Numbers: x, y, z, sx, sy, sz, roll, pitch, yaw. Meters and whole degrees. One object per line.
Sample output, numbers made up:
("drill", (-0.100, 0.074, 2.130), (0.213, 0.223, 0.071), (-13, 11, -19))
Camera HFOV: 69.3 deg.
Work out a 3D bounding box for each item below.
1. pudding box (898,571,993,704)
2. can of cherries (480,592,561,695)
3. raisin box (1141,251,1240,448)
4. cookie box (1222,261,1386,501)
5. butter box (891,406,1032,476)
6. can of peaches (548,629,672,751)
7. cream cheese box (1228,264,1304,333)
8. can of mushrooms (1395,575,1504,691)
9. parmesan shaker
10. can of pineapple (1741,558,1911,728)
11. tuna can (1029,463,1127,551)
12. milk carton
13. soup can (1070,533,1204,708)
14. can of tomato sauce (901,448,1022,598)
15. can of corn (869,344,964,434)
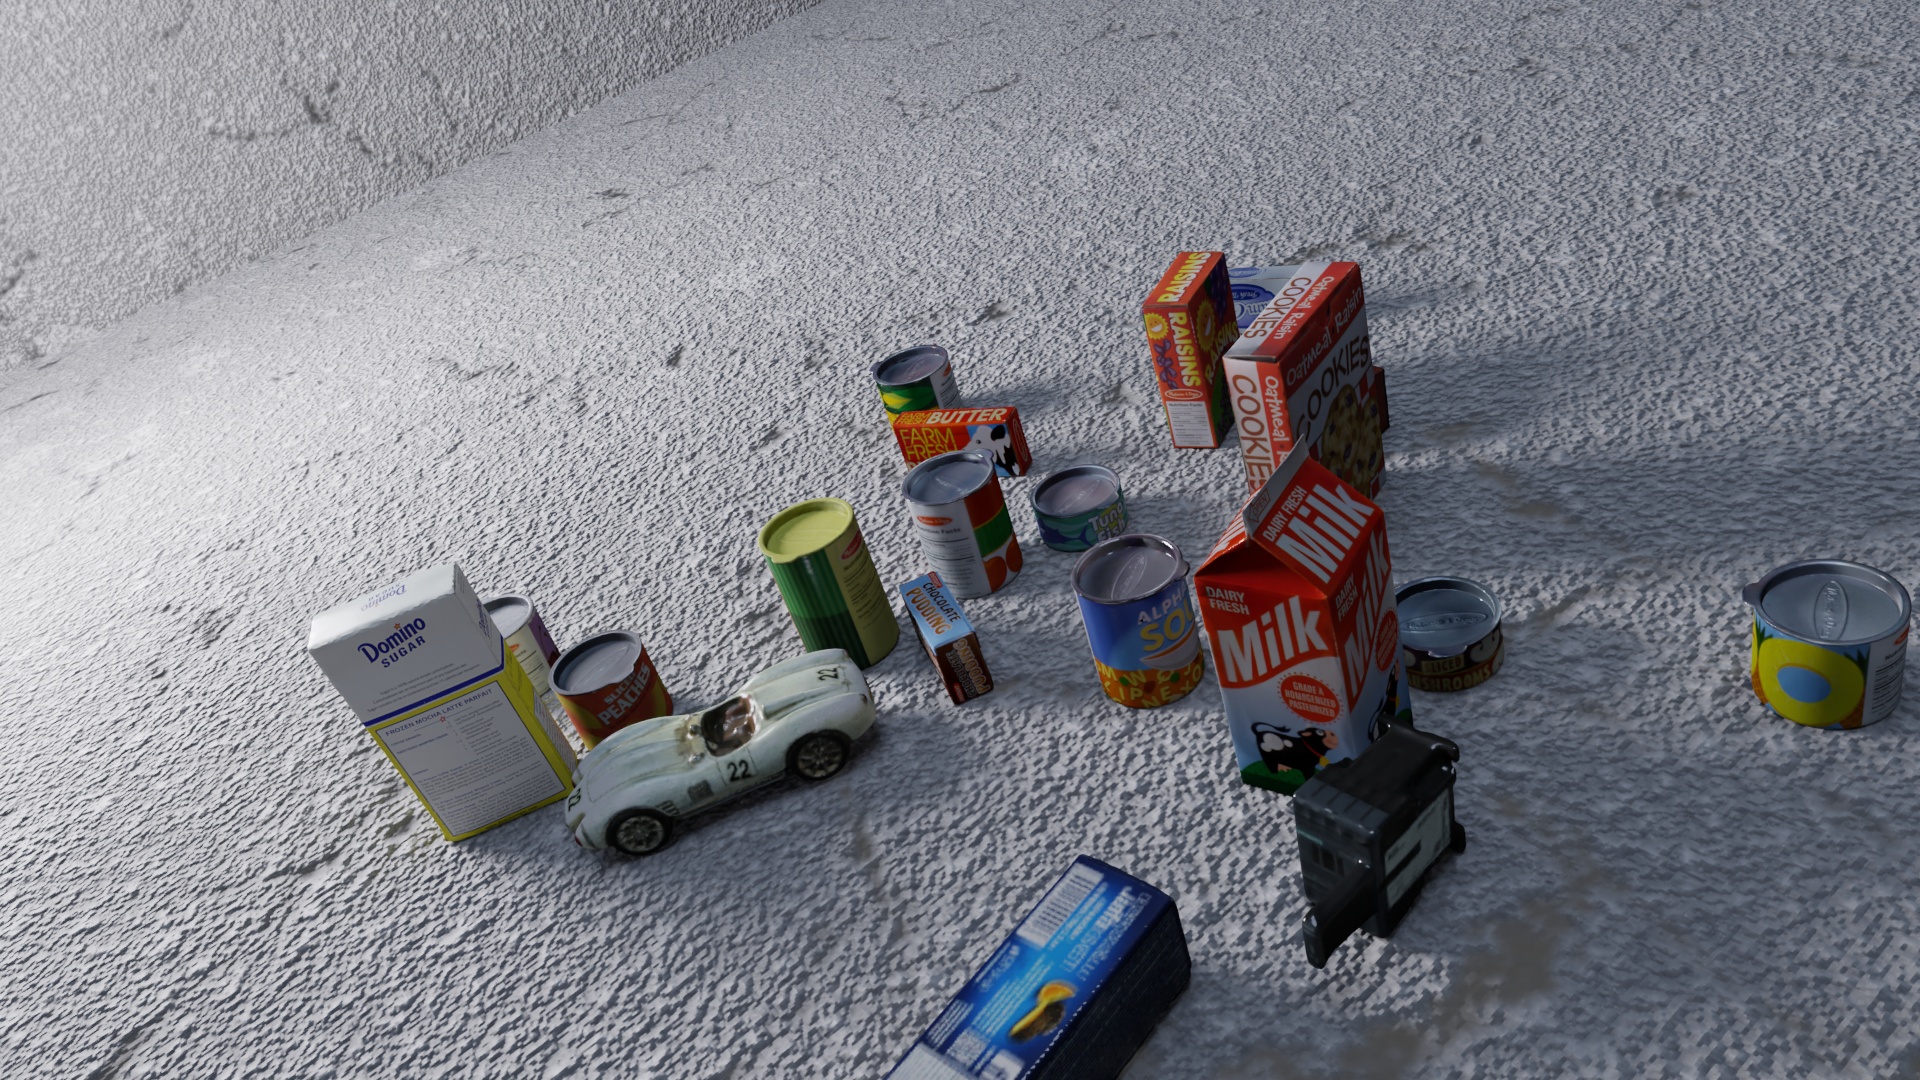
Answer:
("pudding box", (-0.010, 0.061, 0.899), (0.030, 0.049, 0.084), (-23, 33, -7))
("can of cherries", (-0.334, 0.080, 1.024), (0.071, 0.058, 0.072), (-13, 33, 9))
("raisin box", (0.178, -0.143, 1.044), (0.040, 0.122, 0.086), (4, 39, 31))
("cookie box", (0.223, -0.075, 0.879), (0.040, 0.166, 0.123), (9, 42, 36))
("butter box", (0.001, -0.077, 1.098), (0.103, 0.053, 0.024), (0, 37, 27))
("can of peaches", (-0.234, 0.104, 0.940), (0.071, 0.057, 0.071), (-13, 33, 9))
("cream cheese box", (0.241, -0.201, 1.164), (0.104, 0.053, 0.024), (4, 39, 31))
("can of mushrooms", (0.272, 0.054, 0.786), (0.071, 0.033, 0.071), (-13, 33, 9))
("parmesan shaker", (-0.088, 0.033, 0.931), (0.071, 0.102, 0.072), (-13, 33, 9))
("can of pineapple", (0.429, 0.051, 0.691), (0.071, 0.057, 0.071), (-13, 33, 9))
("tuna can", (0.087, -0.023, 0.993), (0.071, 0.032, 0.071), (-13, 33, 9))
("milk carton", (0.174, 0.043, 0.705), (0.073, 0.189, 0.073), (9, 42, 36))
("soup can", (0.109, 0.048, 0.828), (0.071, 0.083, 0.072), (-13, 33, 9))
("can of tomato sauce", (0.003, -0.012, 0.972), (0.071, 0.082, 0.071), (-13, 33, 9))
("can of corn", (-0.037, -0.126, 1.185), (0.071, 0.058, 0.071), (-13, 33, 9))
